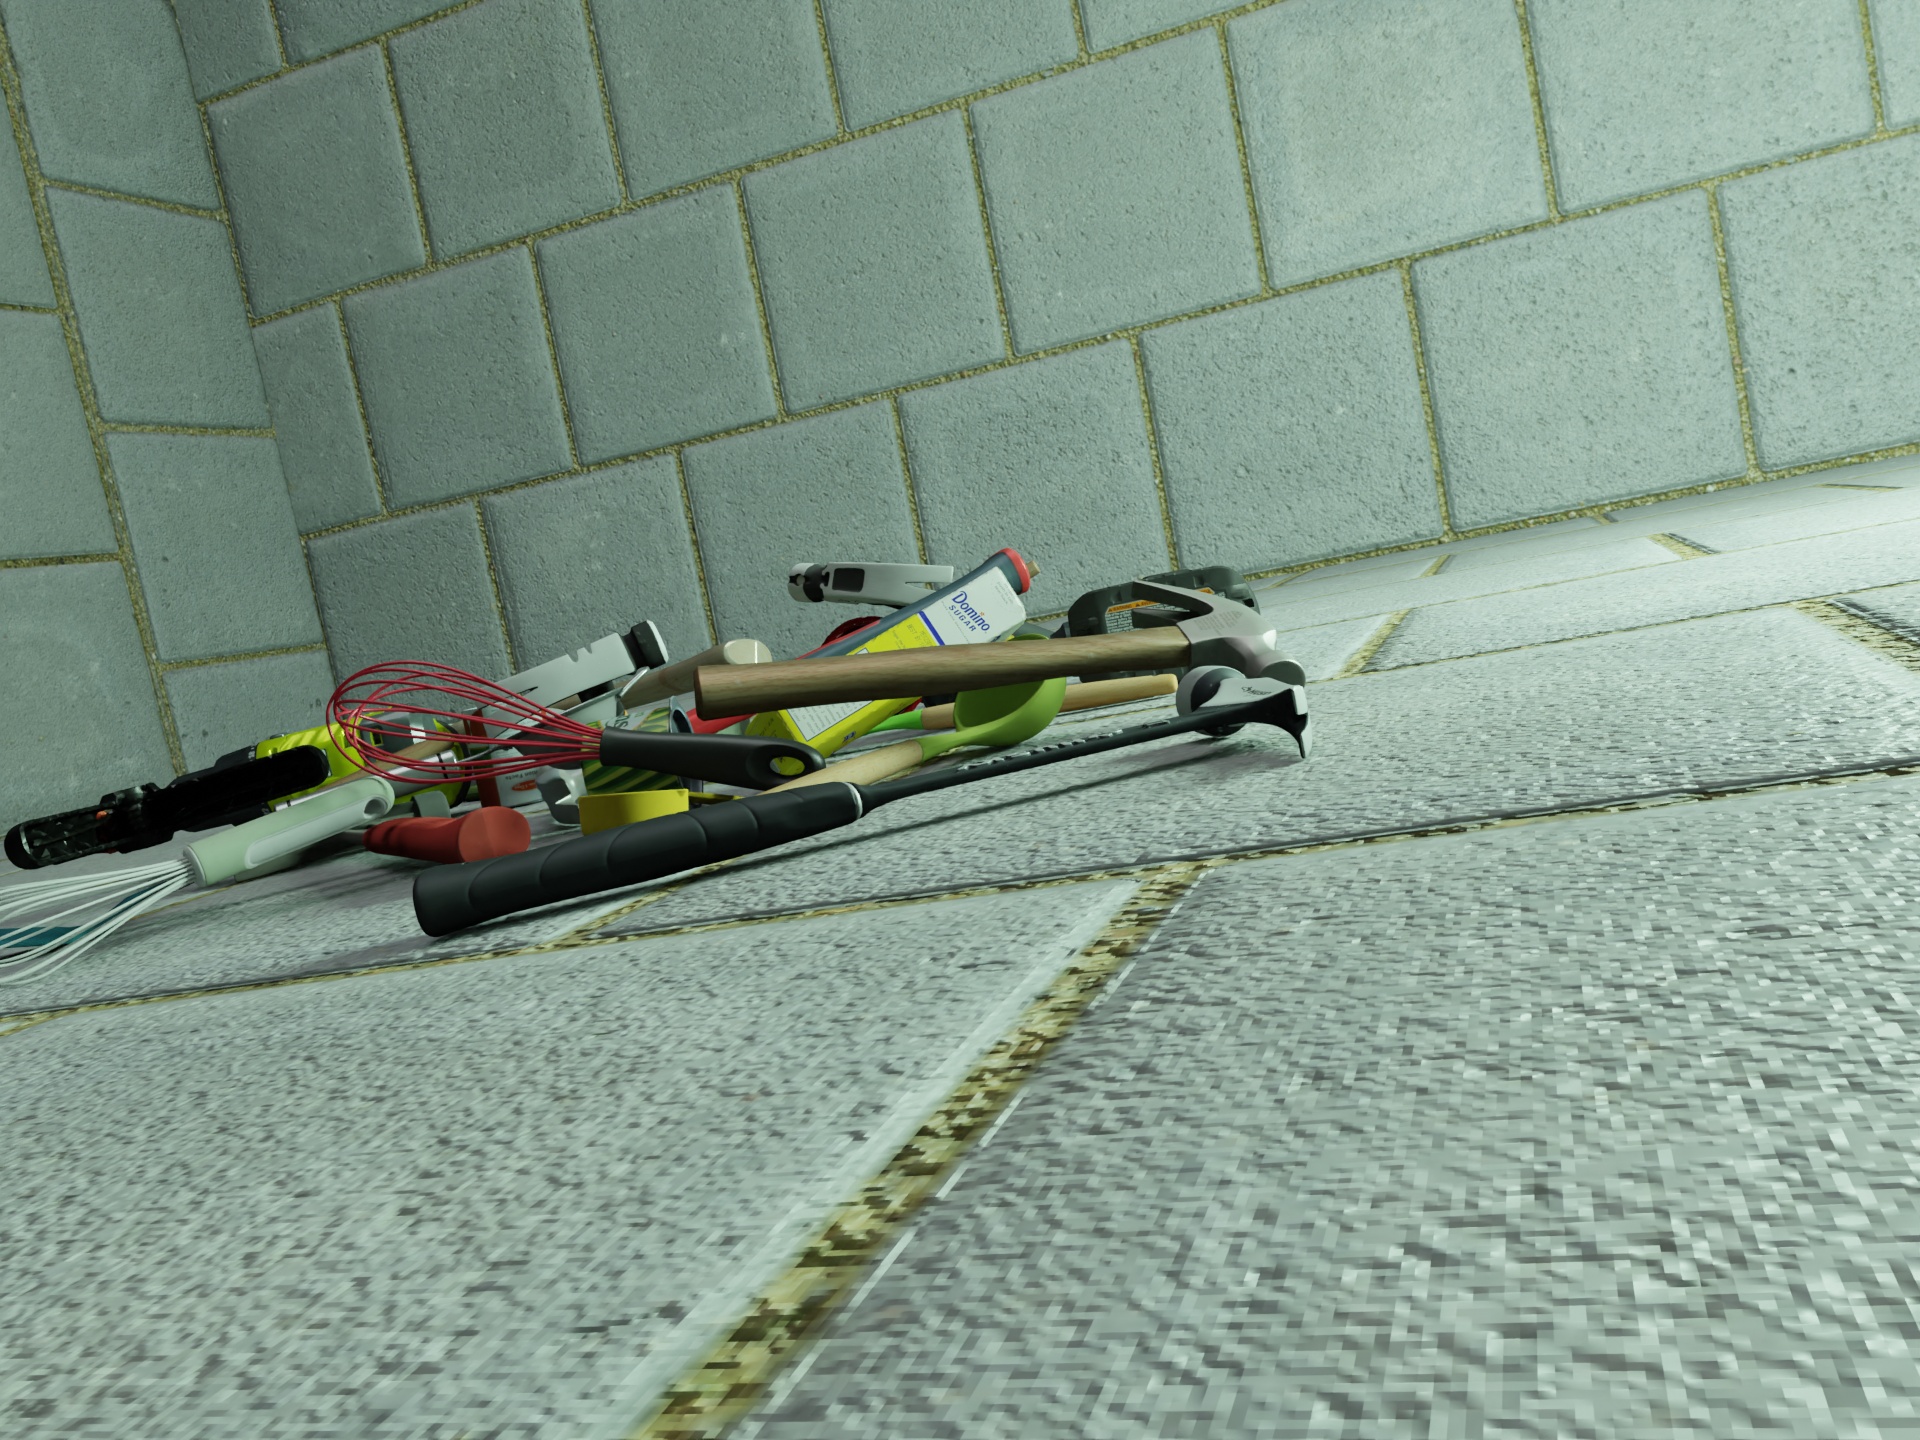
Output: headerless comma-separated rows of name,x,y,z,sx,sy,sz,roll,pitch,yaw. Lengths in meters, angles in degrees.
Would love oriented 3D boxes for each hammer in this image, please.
hammer,-0.116,-0.029,1.129,0.386,0.038,0.143,-27,11,-15
hammer,-0.273,0.002,1.192,0.127,0.034,0.337,-24,-8,-11
hammer,-0.355,0.075,0.992,0.149,0.036,0.359,-15,5,-31
hammer,0.017,-0.085,1.365,0.146,0.035,0.334,5,-6,39
hammer,0.016,-0.033,0.899,0.331,0.031,0.130,-6,27,-10
hammer,-0.359,-0.013,1.559,0.410,0.038,0.146,-13,-22,24
hammer,-0.034,0.035,0.714,0.409,0.036,0.149,-13,6,-12

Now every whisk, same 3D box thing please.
whisk,-0.224,0.012,0.917,0.296,0.073,0.073,7,6,3
whisk,-0.423,0.083,0.862,0.246,0.057,0.059,-25,49,-38

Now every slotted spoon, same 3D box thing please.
slotted spoon,-0.002,-0.004,1.127,0.314,0.031,0.070,-8,6,16

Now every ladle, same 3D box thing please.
ladle,-0.047,0.012,0.883,0.078,0.062,0.320,-14,5,41

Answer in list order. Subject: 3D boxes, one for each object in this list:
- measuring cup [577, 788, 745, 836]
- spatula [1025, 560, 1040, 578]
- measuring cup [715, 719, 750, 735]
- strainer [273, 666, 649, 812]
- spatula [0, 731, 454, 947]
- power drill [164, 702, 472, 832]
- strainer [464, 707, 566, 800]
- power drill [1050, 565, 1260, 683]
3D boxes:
measuring cup,-0.155,0.054,0.878,0.062,0.029,0.156,-5,-5,18
spatula,-0.066,-0.060,1.449,0.316,0.018,0.060,-30,-4,11
measuring cup,-0.211,0.019,1.301,0.083,0.038,0.167,-12,7,-2
strainer,-0.309,0.028,0.989,0.258,0.050,0.087,-19,0,-20
spatula,-0.462,0.075,0.972,0.317,0.044,0.082,-30,11,-24
power drill,-0.478,0.044,1.214,0.190,0.080,0.228,-15,-2,-6
strainer,-0.351,0.013,1.500,0.256,0.069,0.151,-16,6,-28
power drill,0.143,-0.066,1.239,0.171,0.080,0.223,-11,1,2
